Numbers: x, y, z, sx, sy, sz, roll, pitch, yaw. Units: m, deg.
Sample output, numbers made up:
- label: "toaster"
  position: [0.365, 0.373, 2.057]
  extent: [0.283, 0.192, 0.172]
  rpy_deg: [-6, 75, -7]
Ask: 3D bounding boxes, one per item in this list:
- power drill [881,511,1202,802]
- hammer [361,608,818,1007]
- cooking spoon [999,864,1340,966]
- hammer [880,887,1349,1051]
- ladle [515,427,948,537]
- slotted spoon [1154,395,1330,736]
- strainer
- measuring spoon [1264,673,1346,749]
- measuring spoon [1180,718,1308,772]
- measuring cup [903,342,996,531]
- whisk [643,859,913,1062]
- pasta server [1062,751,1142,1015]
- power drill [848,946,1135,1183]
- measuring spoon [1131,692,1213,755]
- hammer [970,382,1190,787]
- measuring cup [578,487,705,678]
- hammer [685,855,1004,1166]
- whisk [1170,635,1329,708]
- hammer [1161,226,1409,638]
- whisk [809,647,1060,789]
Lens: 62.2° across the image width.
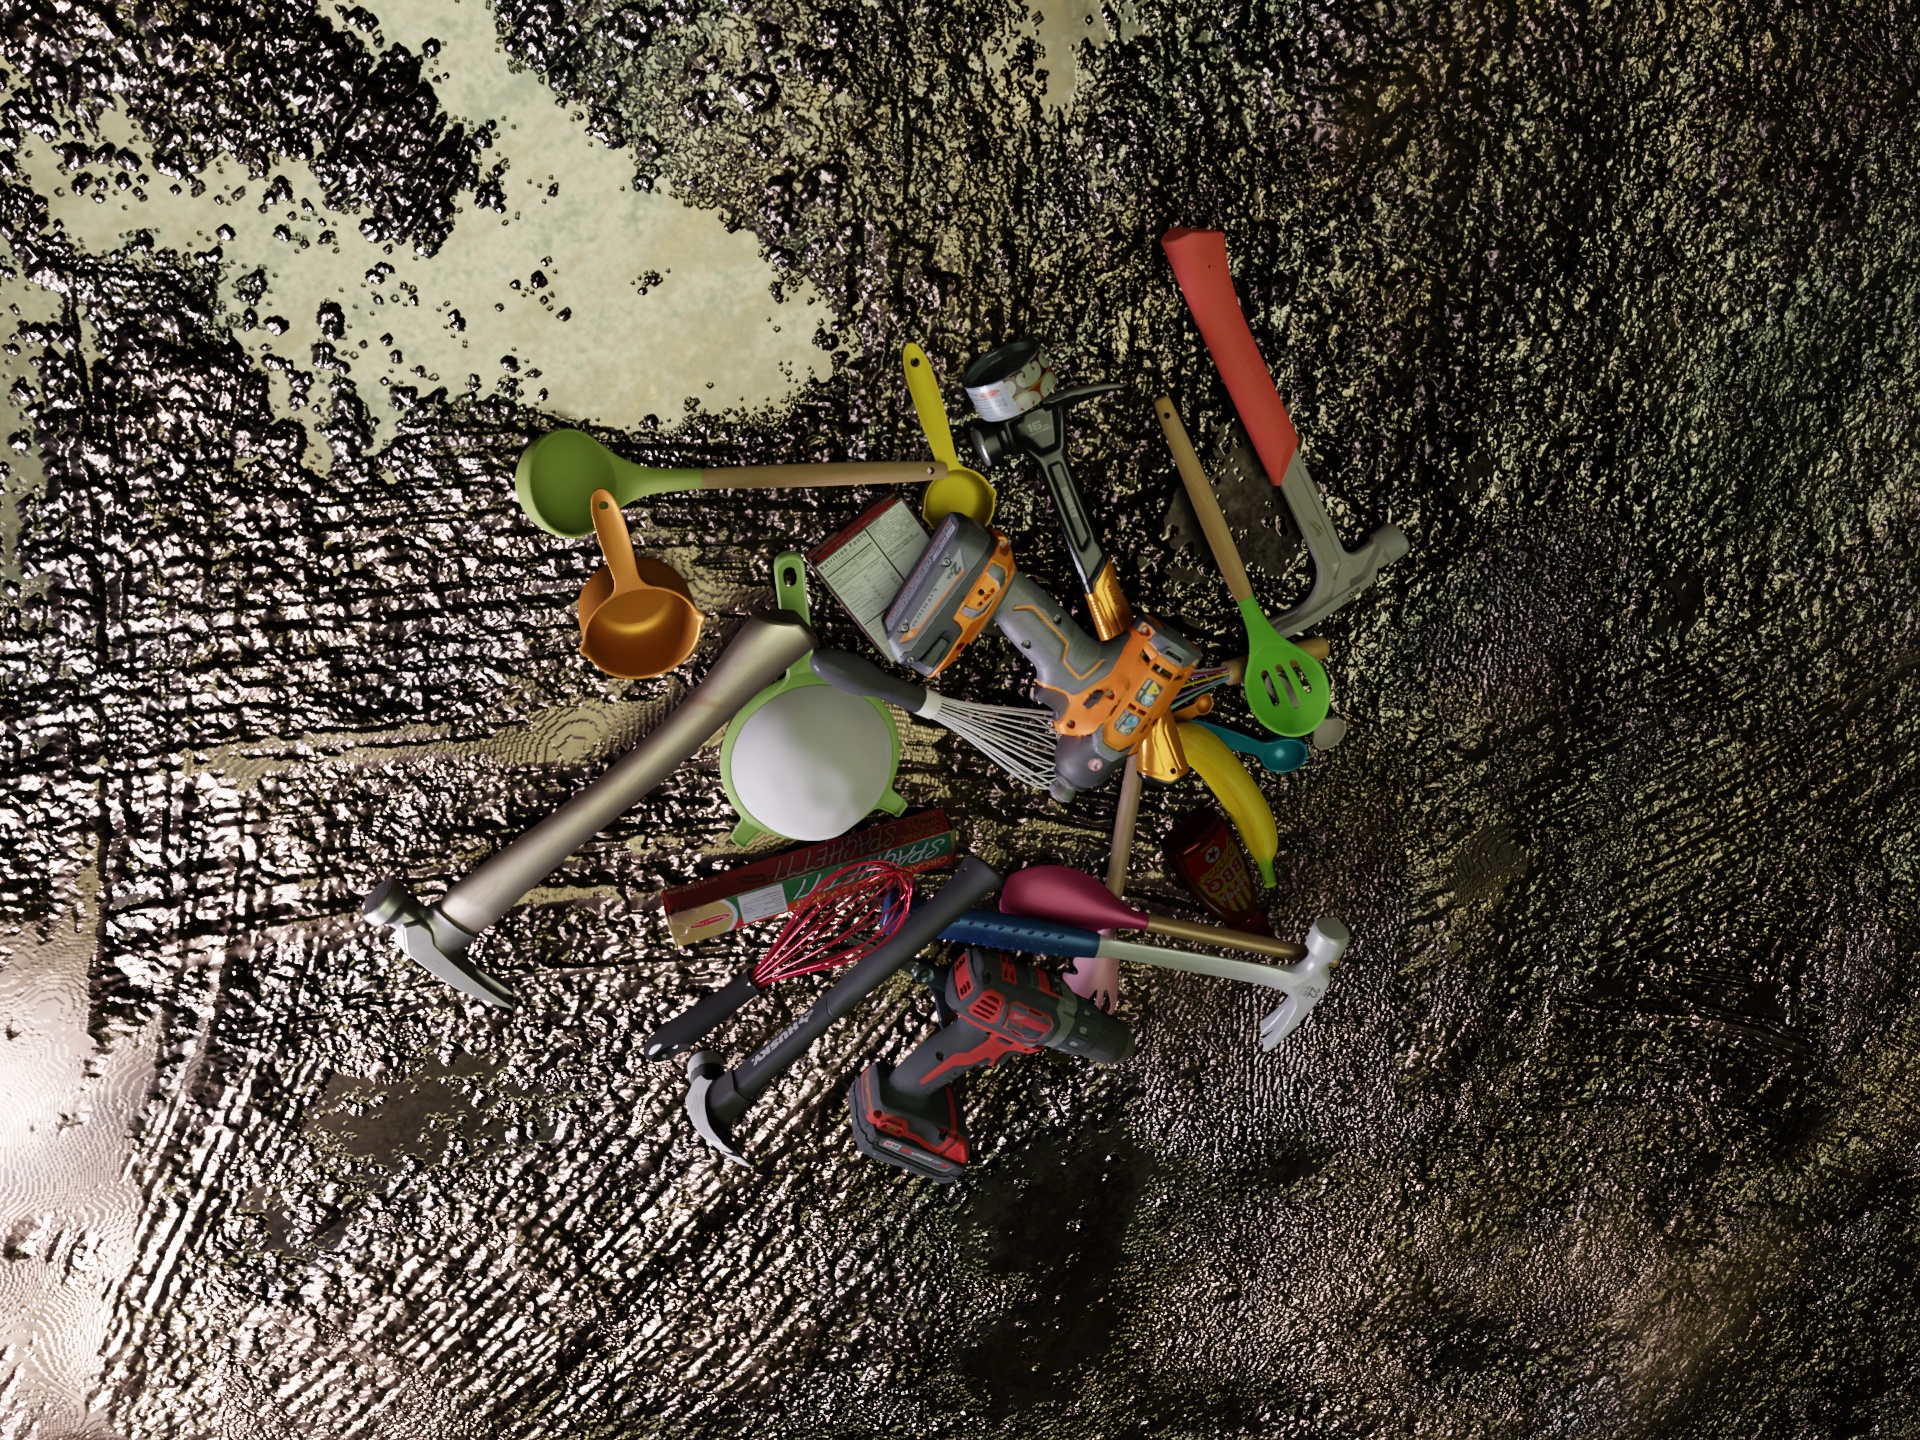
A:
- label: "power drill"
  position: [0.054, -0.042, 1.235]
  extent: [0.226, 0.084, 0.164]
  rpy_deg: [29, 103, -16]
- label: "hammer"
  position: [-0.268, 0.064, 1.244]
  extent: [0.410, 0.038, 0.146]
  rpy_deg: [-39, 120, 8]
- label: "cooking spoon"
  position: [0.191, 0.186, 1.430]
  extent: [0.319, 0.017, 0.068]
  rpy_deg: [12, 105, -9]
- label: "hammer"
  position: [0.129, 0.206, 1.409]
  extent: [0.405, 0.035, 0.144]
  rpy_deg: [11, 124, -8]
- label: "ladle"
  position: [-0.163, -0.179, 1.173]
  extent: [0.320, 0.062, 0.078]
  rpy_deg: [-4, 100, -13]
- label: "slotted spoon"
  position: [0.229, -0.127, 1.326]
  extent: [0.070, 0.031, 0.313]
  rpy_deg: [-21, 108, 17]
- label: "strainer"
  position: [-0.118, -0.006, 1.265]
  extent: [0.151, 0.069, 0.256]
  rpy_deg: [-11, 117, -13]
- label: "measuring spoon"
  position: [0.304, -0.012, 1.420]
  extent: [0.034, 0.018, 0.124]
  rpy_deg: [-45, 129, 11]
- label: "measuring spoon"
  position: [0.252, 0.014, 1.428]
  extent: [0.128, 0.021, 0.042]
  rpy_deg: [17, 131, -15]
- label: "measuring cup"
  position: [-0.018, -0.217, 1.238]
  extent: [0.062, 0.029, 0.156]
  rpy_deg: [-20, 105, -8]
- label: "whisk"
  position: [-0.156, 0.208, 1.331]
  extent: [0.296, 0.073, 0.073]
  rpy_deg: [-36, 120, 17]
- label: "pasta server"
  position: [0.137, 0.142, 1.440]
  extent: [0.060, 0.040, 0.316]
  rpy_deg: [2, 108, -19]
- label: "power drill"
  position: [0.027, 0.310, 1.414]
  extent: [0.187, 0.080, 0.226]
  rpy_deg: [28, 116, -26]
- label: "measuring spoon"
  position: [0.172, 0.006, 1.386]
  extent: [0.117, 0.011, 0.021]
  rpy_deg: [-28, 119, -19]
- label: "hammer"
  position: [0.124, -0.102, 1.286]
  extent: [0.127, 0.034, 0.336]
  rpy_deg: [-24, 106, -7]
- label: "measuring cup"
  position: [-0.247, -0.110, 1.165]
  extent: [0.095, 0.052, 0.173]
  rpy_deg: [-17, 134, -10]
- label: "hammer"
  position: [-0.096, 0.232, 1.325]
  extent: [0.335, 0.146, 0.035]
  rpy_deg: [-41, 116, 5]
- label: "whisk"
  position: [0.209, -0.036, 1.381]
  extent: [0.245, 0.051, 0.047]
  rpy_deg: [-15, 151, -16]
- label: "hammer"
  position: [0.244, -0.237, 1.303]
  extent: [0.149, 0.037, 0.358]
  rpy_deg: [-34, 119, -2]
- label: "whisk"
  position: [-0.002, -0.003, 1.294]
  extent: [0.284, 0.070, 0.070]
  rpy_deg: [21, 105, -32]
